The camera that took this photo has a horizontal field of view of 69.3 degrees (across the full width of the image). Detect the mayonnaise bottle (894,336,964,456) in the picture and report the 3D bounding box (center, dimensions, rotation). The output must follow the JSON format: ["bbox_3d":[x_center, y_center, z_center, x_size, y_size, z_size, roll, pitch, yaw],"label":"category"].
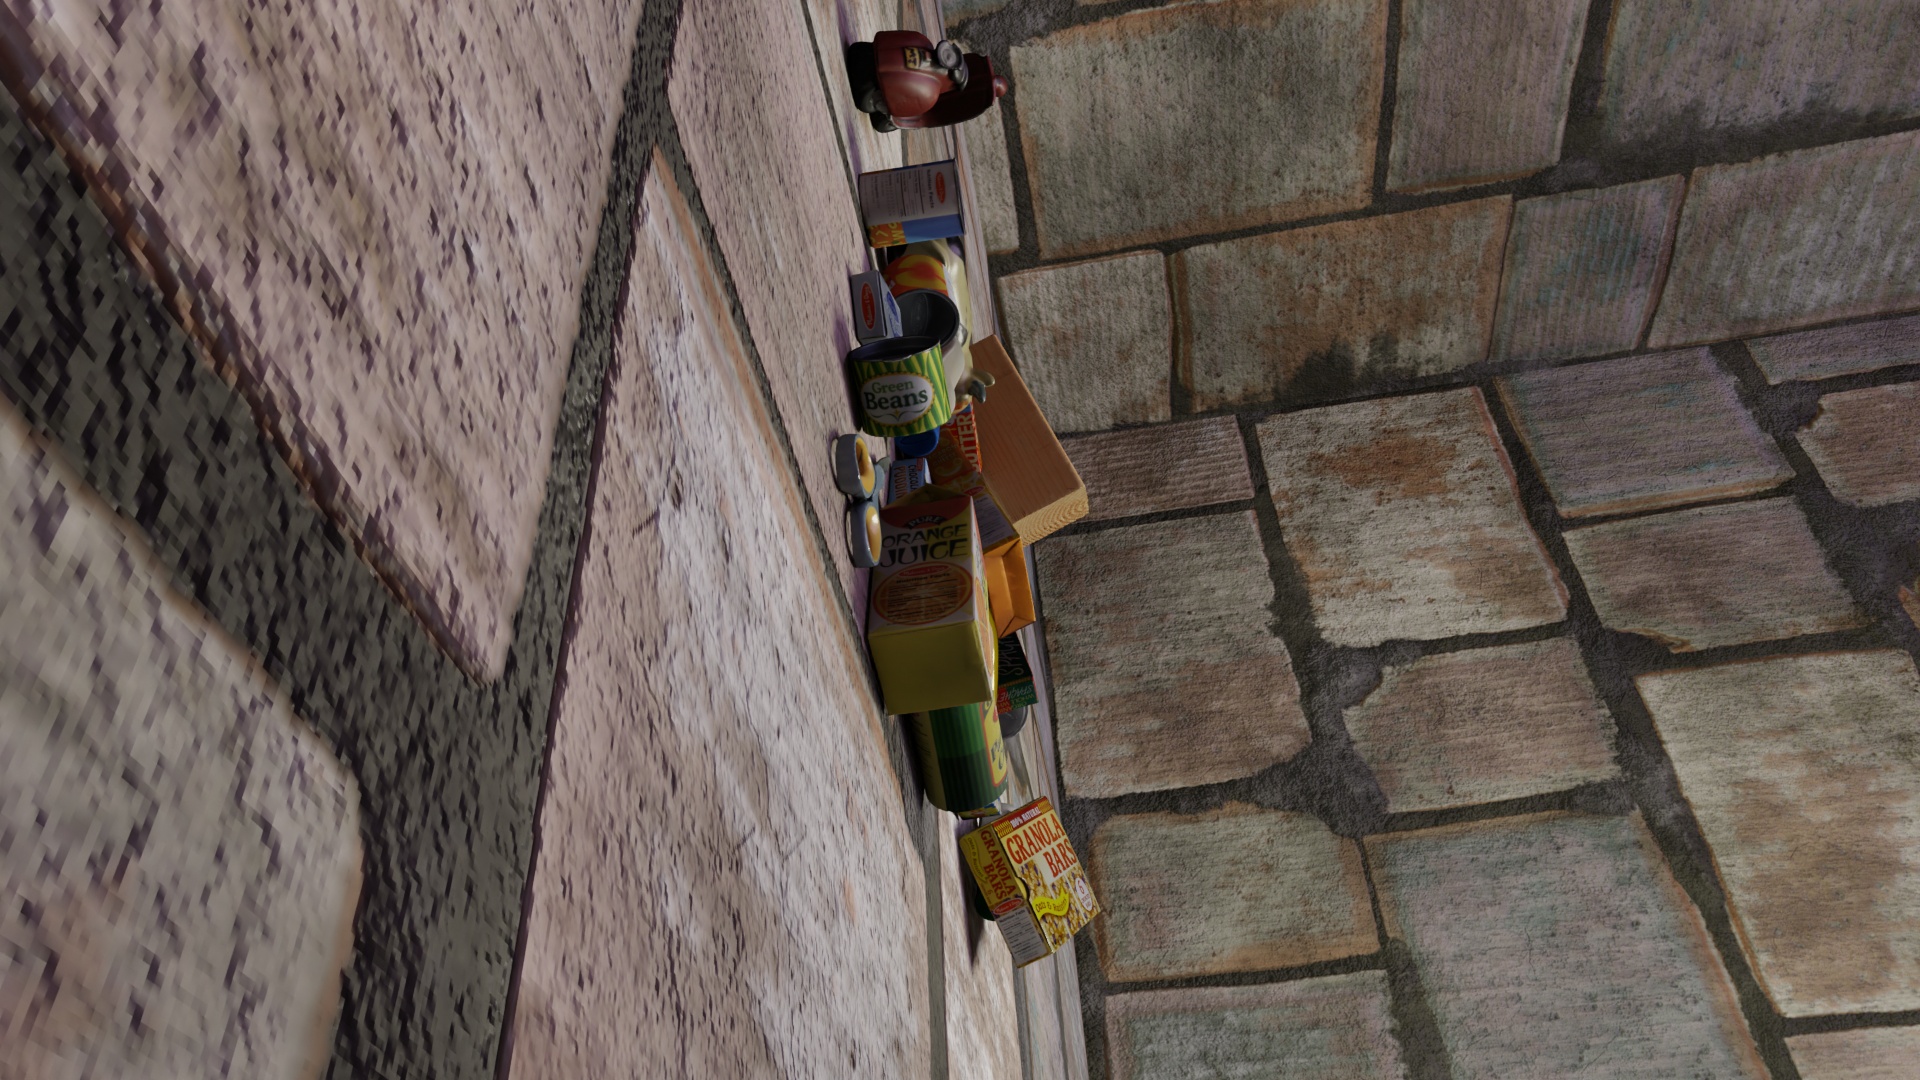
[{"bbox_3d":[-0.032,-0.125,1.178,0.149,0.065,0.041,-84,157,-54],"label":"mayonnaise bottle"}]

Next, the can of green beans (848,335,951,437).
[{"bbox_3d":[-0.043,-0.111,0.994,0.071,0.071,0.057,-85,166,-69],"label":"can of green beans"}]

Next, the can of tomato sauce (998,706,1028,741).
[{"bbox_3d":[0.039,0.172,1.459,0.083,0.071,0.071,-48,130,-84],"label":"can of tomato sauce"}]

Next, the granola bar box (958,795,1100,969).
[{"bbox_3d":[0.068,0.311,1.286,0.124,0.039,0.166,64,18,10],"label":"granola bar box"}]

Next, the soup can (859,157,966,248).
[{"bbox_3d":[-0.040,-0.291,1.206,0.071,0.084,0.071,-12,94,-85],"label":"soup can"}]

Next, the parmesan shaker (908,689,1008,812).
[{"bbox_3d":[-0.003,0.142,1.043,0.071,0.071,0.102,-89,170,-62],"label":"parmesan shaker"}]

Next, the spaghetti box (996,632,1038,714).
[{"bbox_3d":[0.022,0.082,1.267,0.251,0.050,0.028,-111,-175,-64],"label":"spaghetti box"}]

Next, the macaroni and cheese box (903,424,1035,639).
[{"bbox_3d":[0.004,-0.015,1.191,0.167,0.040,0.123,57,-12,37],"label":"macaroni and cheese box"}]

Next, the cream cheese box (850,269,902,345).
[{"bbox_3d":[-0.063,-0.171,1.094,0.103,0.024,0.053,52,31,-80],"label":"cream cheese box"}]

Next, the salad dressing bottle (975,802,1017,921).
[{"bbox_3d":[0.036,0.311,1.348,0.148,0.044,0.064,-79,162,-70],"label":"salad dressing bottle"}]

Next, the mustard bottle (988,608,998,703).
[{"bbox_3d":[0.001,0.129,1.124,0.048,0.065,0.160,81,5,-75],"label":"mustard bottle"}]

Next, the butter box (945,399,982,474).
[{"bbox_3d":[-0.010,-0.116,1.435,0.024,0.053,0.103,-79,160,-70],"label":"butter box"}]

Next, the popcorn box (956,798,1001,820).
[{"bbox_3d":[0.006,0.192,1.217,0.126,0.038,0.085,69,12,-68],"label":"popcorn box"}]

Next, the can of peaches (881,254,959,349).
[{"bbox_3d":[-0.039,-0.201,1.182,0.058,0.071,0.071,-100,178,-47],"label":"can of peaches"}]

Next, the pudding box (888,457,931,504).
[{"bbox_3d":[-0.038,-0.025,1.112,0.084,0.030,0.049,-90,172,-56],"label":"pudding box"}]

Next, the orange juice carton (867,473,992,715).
[{"bbox_3d":[-0.020,0.031,0.983,0.194,0.073,0.071,-91,171,-56],"label":"orange juice carton"}]
